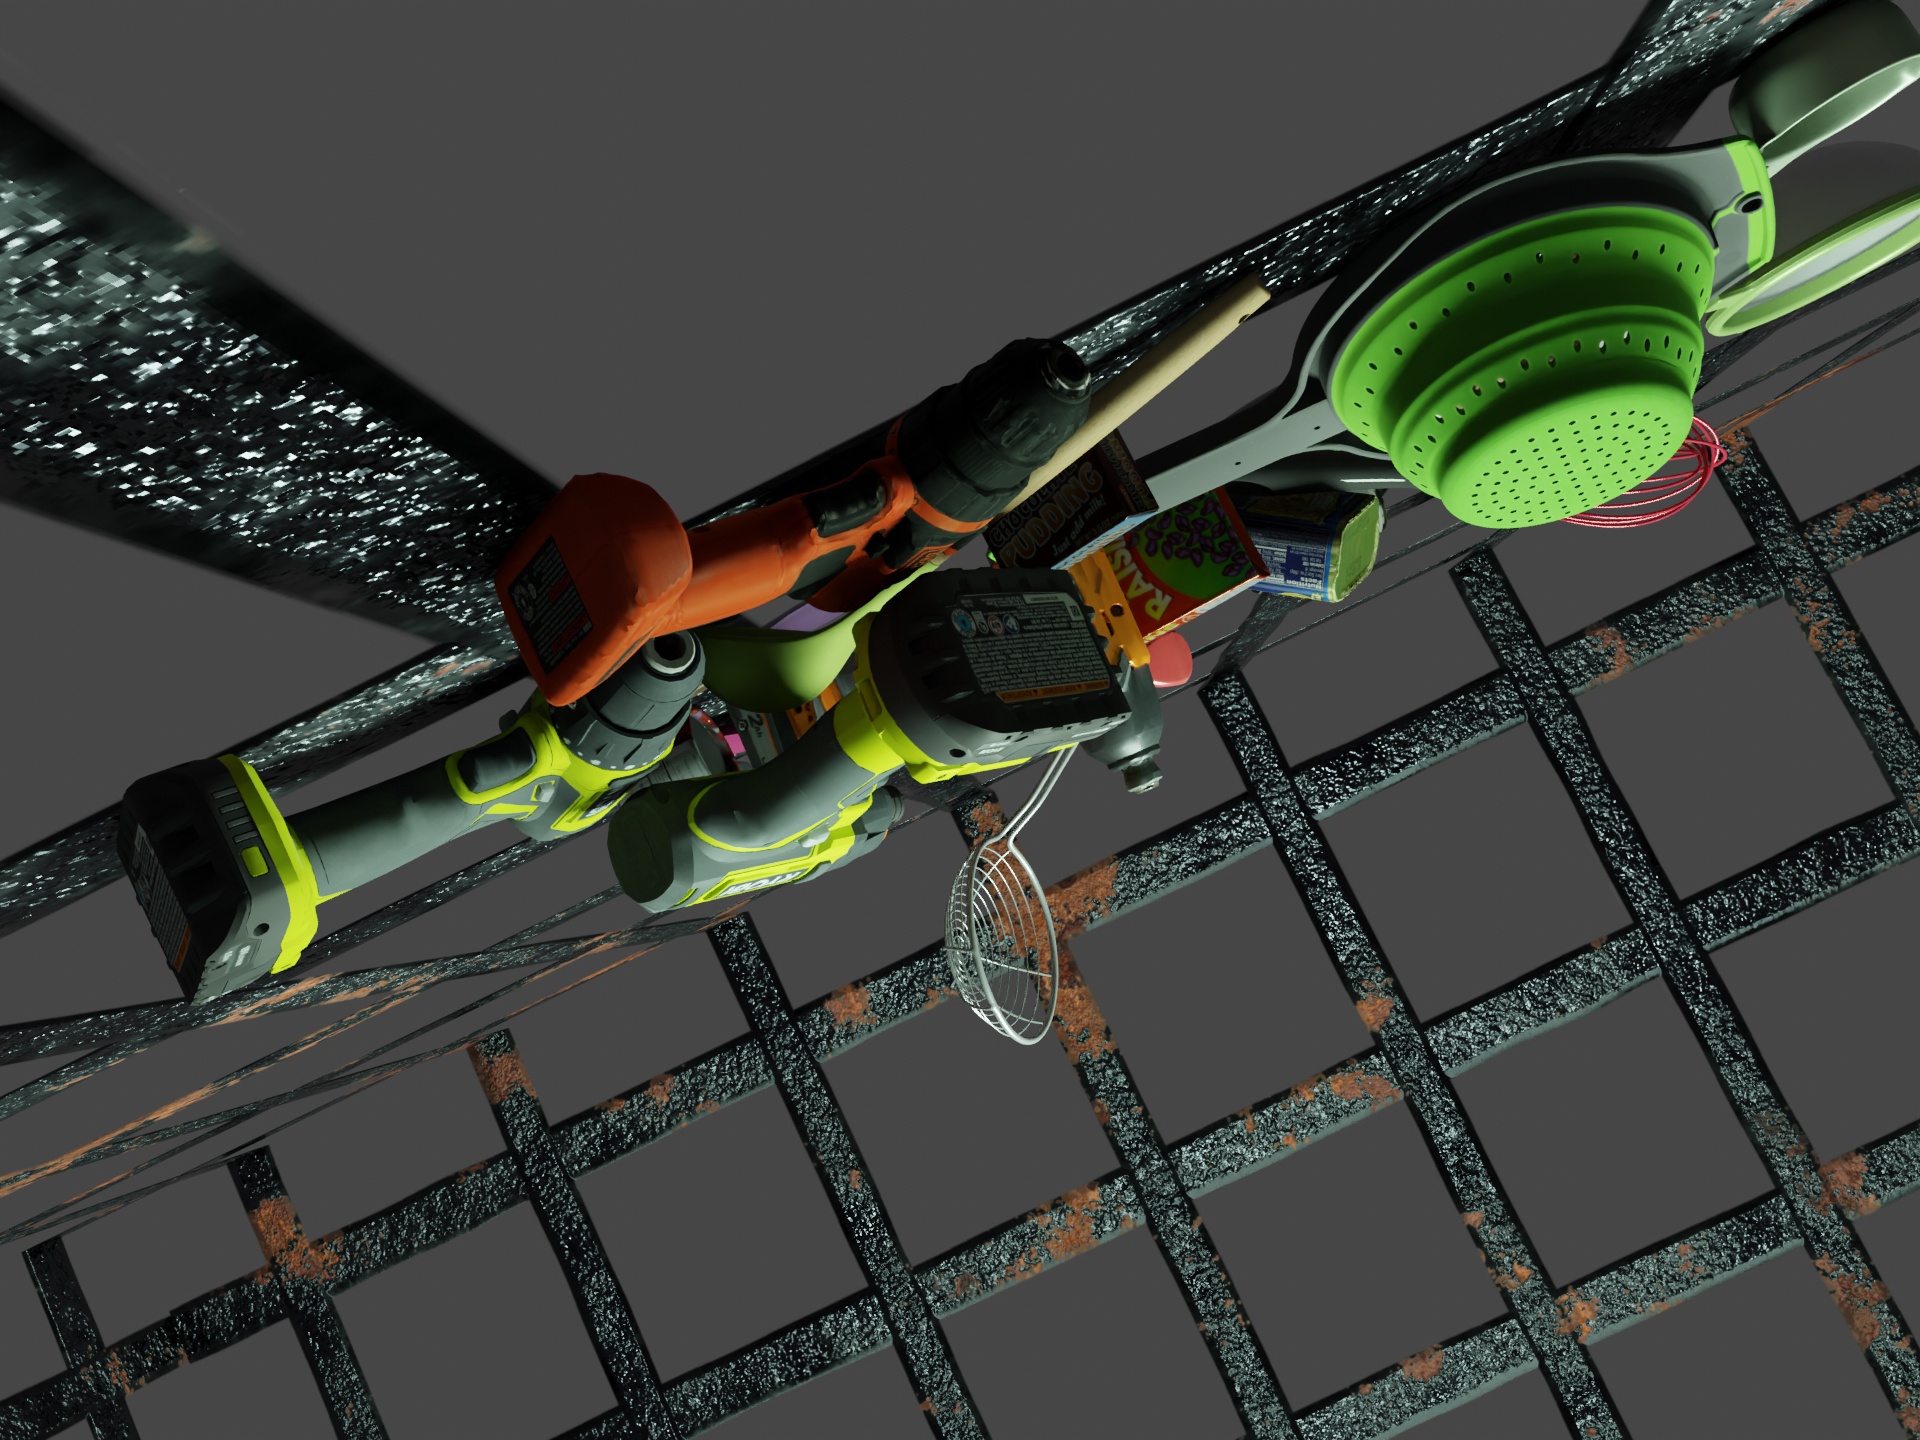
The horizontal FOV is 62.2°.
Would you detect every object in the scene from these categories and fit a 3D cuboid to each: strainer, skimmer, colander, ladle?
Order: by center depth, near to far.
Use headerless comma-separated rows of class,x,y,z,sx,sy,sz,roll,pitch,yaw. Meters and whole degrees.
ladle,-0.001,-0.101,0.711,0.320,0.062,0.078,-36,168,25
colander,0.194,-0.125,0.759,0.397,0.095,0.204,-22,154,24
strainer,0.533,-0.313,0.894,0.256,0.069,0.151,-31,170,33
skimmer,0.095,0.021,0.986,0.363,0.090,0.127,-60,149,-1

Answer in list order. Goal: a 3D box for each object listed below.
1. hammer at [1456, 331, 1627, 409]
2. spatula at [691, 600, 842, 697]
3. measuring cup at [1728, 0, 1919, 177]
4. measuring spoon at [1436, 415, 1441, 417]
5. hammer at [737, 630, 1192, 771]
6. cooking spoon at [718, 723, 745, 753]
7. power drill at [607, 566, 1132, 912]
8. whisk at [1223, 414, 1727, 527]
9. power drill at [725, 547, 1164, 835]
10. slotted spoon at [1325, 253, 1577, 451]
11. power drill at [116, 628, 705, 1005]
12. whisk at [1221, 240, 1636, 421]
hammer,0.363,-0.223,1.004,0.130,0.031,0.331,-32,177,33
spatula,-0.148,-0.018,0.847,0.316,0.018,0.059,-28,174,10
measuring cup,0.371,-0.274,0.735,0.083,0.038,0.167,-25,175,-6
measuring spoon,0.340,-0.215,1.099,0.034,0.018,0.124,18,-162,23
hammer,0.002,-0.001,1.164,0.386,0.038,0.143,-17,-179,35
cooking spoon,-0.068,-0.012,1.098,0.319,0.017,0.069,-15,172,-30
power drill,-0.037,0.016,0.741,0.223,0.080,0.171,-33,164,38
whisk,0.289,-0.147,0.930,0.296,0.073,0.073,0,178,11
power drill,-0.001,-0.003,0.899,0.226,0.164,0.084,-24,175,5
slotted spoon,0.289,-0.218,0.906,0.070,0.031,0.313,-18,169,-46
power drill,-0.223,0.028,0.679,0.228,0.080,0.190,-25,174,-35
whisk,0.231,-0.191,0.818,0.239,0.055,0.055,-25,175,32
